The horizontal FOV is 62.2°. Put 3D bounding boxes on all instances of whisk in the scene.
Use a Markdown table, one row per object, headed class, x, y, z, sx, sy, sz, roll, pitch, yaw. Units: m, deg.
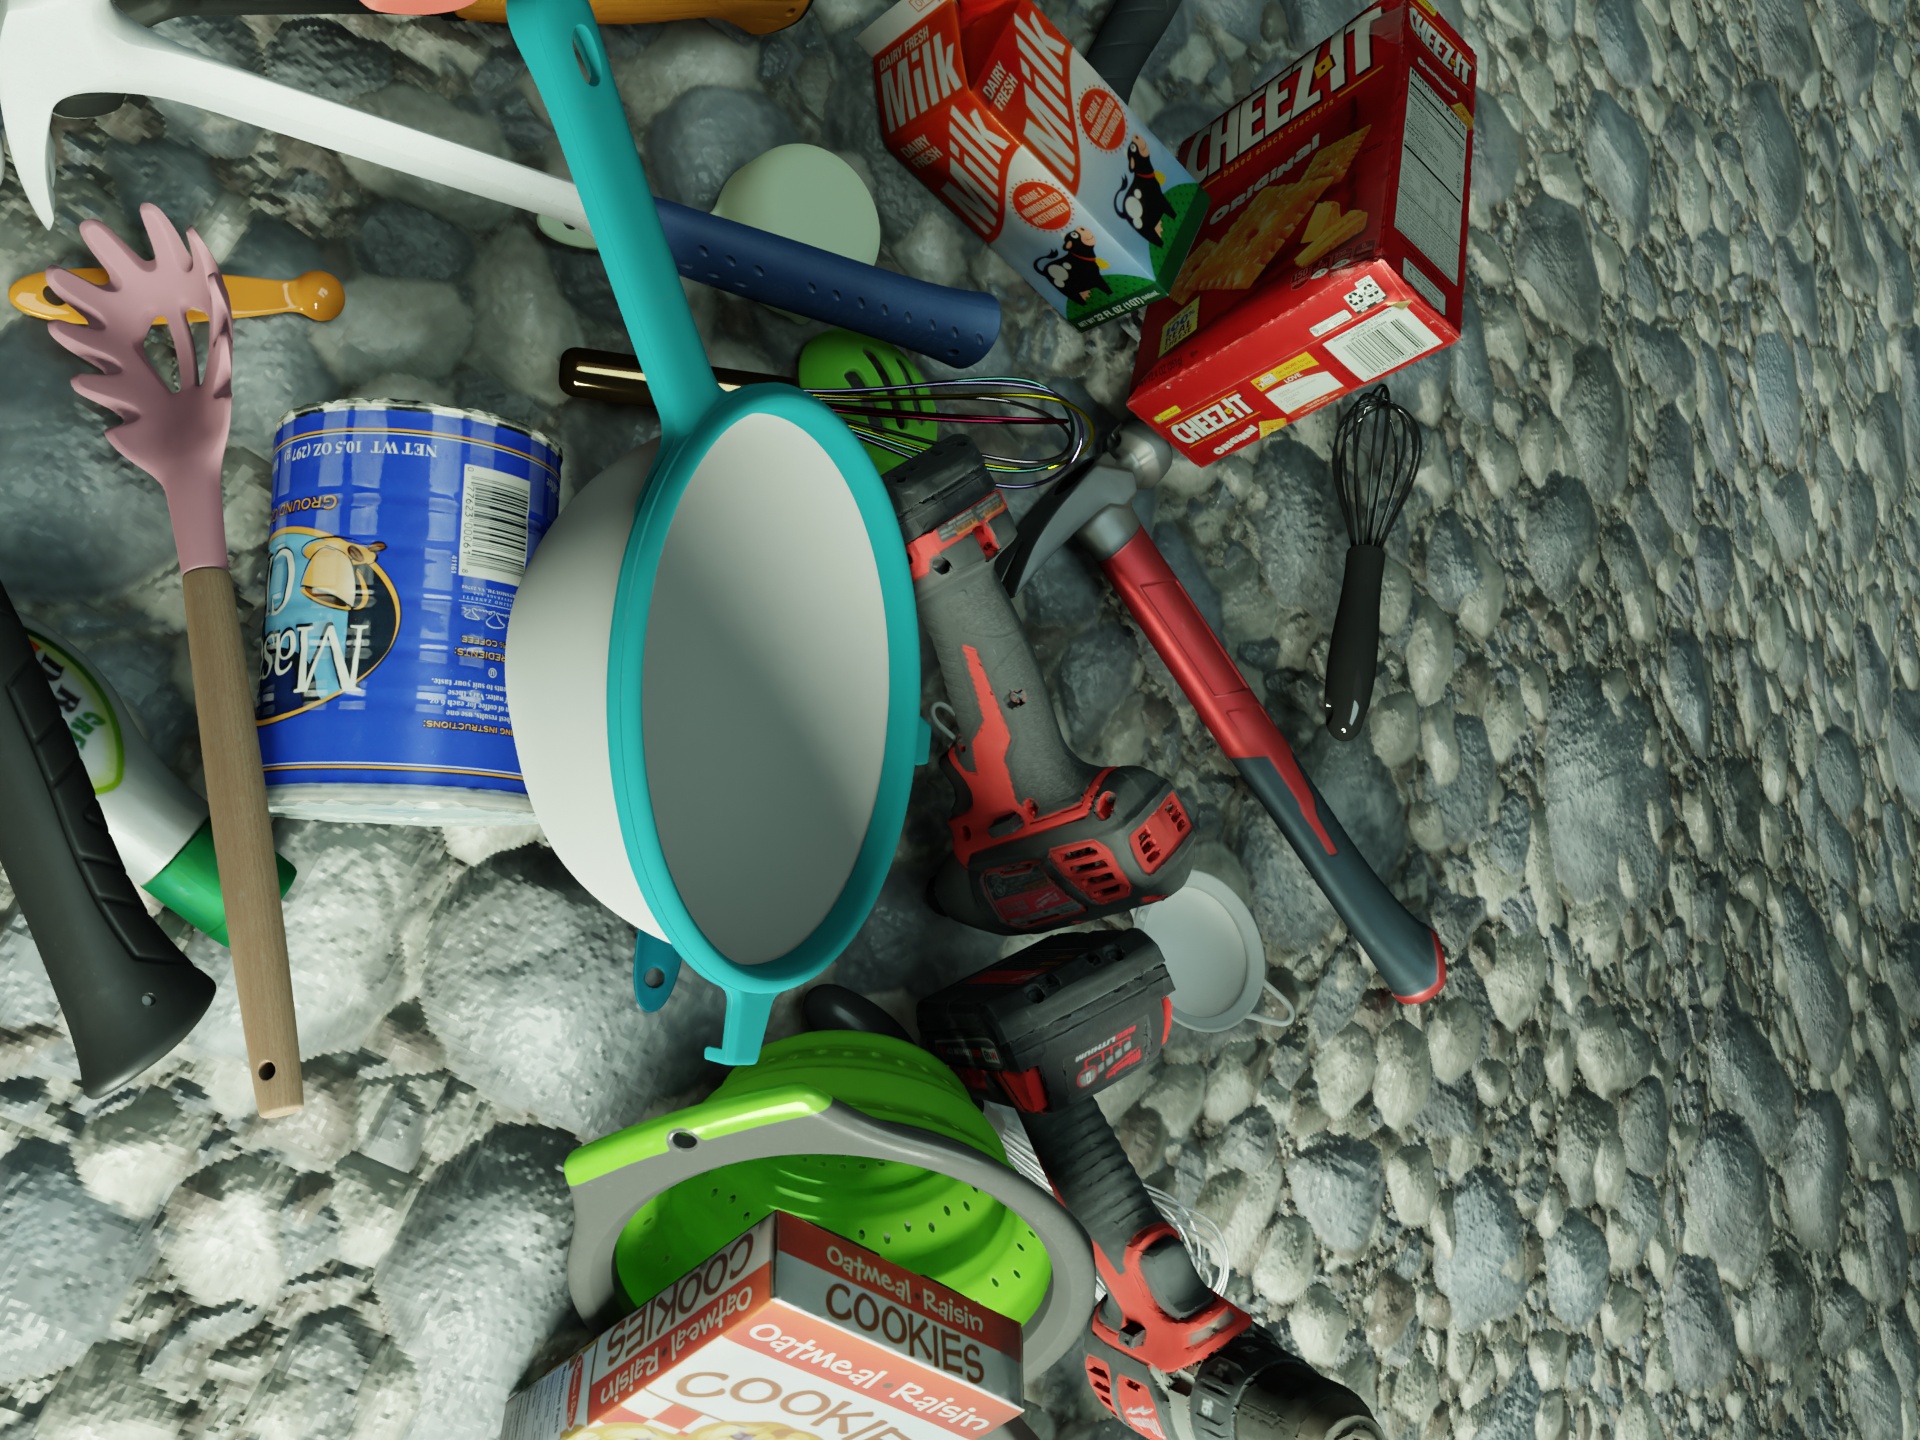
| class | x | y | z | sx | sy | sz | roll | pitch | yaw |
| --- | --- | --- | --- | --- | --- | --- | --- | --- | --- |
| whisk | -0.053 | -0.143 | 0.712 | 0.245 | 0.047 | 0.051 | 4 | 87 | -19 |
| whisk | 0.030 | 0.212 | 0.762 | 0.284 | 0.070 | 0.070 | 42 | 61 | -19 |
| whisk | 0.239 | -0.096 | 0.945 | 0.055 | 0.055 | 0.239 | 27 | 63 | -32 |

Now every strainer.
| class | x | y | z | sx | sy | sz | roll | pitch | yaw |
| --- | --- | --- | --- | --- | --- | --- | --- | --- | --- |
| strainer | -0.111 | -0.064 | 0.538 | 0.211 | 0.095 | 0.340 | -60 | 144 | -49 |
| strainer | 0.074 | 0.078 | 0.818 | 0.258 | 0.050 | 0.087 | 44 | 54 | -18 |

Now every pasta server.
| class | x | y | z | sx | sy | sz | roll | pitch | yaw |
| --- | --- | --- | --- | --- | --- | --- | --- | --- | --- |
| pasta server | -0.252 | -0.026 | 0.530 | 0.060 | 0.040 | 0.316 | -16 | 74 | 1 |

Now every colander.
| class | x | y | z | sx | sy | sz | roll | pitch | yaw |
| --- | --- | --- | --- | --- | --- | --- | --- | --- | --- |
| colander | -0.015 | 0.251 | 0.694 | 0.095 | 0.204 | 0.396 | -90 | 155 | -51 |

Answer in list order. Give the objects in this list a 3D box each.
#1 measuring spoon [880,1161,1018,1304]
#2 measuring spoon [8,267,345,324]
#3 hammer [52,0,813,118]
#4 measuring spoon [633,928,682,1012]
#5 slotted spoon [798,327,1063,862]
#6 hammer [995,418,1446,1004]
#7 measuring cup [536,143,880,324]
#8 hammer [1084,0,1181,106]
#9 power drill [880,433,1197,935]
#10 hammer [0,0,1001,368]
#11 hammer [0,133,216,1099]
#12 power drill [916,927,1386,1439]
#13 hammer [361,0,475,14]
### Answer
| class | x | y | z | sx | sy | sz | roll | pitch | yaw |
| --- | --- | --- | --- | --- | --- | --- | --- | --- | --- |
| measuring spoon | -0.007 | 0.233 | 0.749 | 0.124 | 0.018 | 0.034 | 52 | 58 | -19 |
| measuring spoon | -0.287 | -0.159 | 0.591 | 0.117 | 0.011 | 0.021 | -12 | 91 | -37 |
| hammer | -0.185 | -0.298 | 0.632 | 0.337 | 0.127 | 0.034 | -25 | 86 | -42 |
| measuring spoon | -0.125 | 0.061 | 0.687 | 0.042 | 0.021 | 0.128 | 10 | 87 | -16 |
| slotted spoon | 0.006 | -0.047 | 0.769 | 0.070 | 0.031 | 0.313 | -28 | 96 | -37 |
| hammer | 0.159 | 0.027 | 0.889 | 0.143 | 0.038 | 0.386 | -48 | 112 | -29 |
| measuring cup | -0.107 | -0.225 | 0.718 | 0.167 | 0.038 | 0.083 | -11 | 91 | -39 |
| hammer | 0.142 | -0.487 | 0.942 | 0.149 | 0.036 | 0.409 | 39 | 63 | -26 |
| power drill | -0.001 | -0.002 | 0.715 | 0.078 | 0.143 | 0.219 | -39 | 102 | -46 |
| hammer | -0.151 | -0.200 | 0.630 | 0.405 | 0.144 | 0.035 | 7 | 63 | -41 |
| hammer | -0.317 | -0.043 | 0.485 | 0.146 | 0.035 | 0.335 | -21 | 86 | -51 |
| power drill | 0.079 | 0.205 | 0.655 | 0.080 | 0.188 | 0.227 | -23 | 90 | -21 |
| hammer | -0.192 | -0.388 | 0.596 | 0.149 | 0.036 | 0.359 | 27 | 46 | -35 |
